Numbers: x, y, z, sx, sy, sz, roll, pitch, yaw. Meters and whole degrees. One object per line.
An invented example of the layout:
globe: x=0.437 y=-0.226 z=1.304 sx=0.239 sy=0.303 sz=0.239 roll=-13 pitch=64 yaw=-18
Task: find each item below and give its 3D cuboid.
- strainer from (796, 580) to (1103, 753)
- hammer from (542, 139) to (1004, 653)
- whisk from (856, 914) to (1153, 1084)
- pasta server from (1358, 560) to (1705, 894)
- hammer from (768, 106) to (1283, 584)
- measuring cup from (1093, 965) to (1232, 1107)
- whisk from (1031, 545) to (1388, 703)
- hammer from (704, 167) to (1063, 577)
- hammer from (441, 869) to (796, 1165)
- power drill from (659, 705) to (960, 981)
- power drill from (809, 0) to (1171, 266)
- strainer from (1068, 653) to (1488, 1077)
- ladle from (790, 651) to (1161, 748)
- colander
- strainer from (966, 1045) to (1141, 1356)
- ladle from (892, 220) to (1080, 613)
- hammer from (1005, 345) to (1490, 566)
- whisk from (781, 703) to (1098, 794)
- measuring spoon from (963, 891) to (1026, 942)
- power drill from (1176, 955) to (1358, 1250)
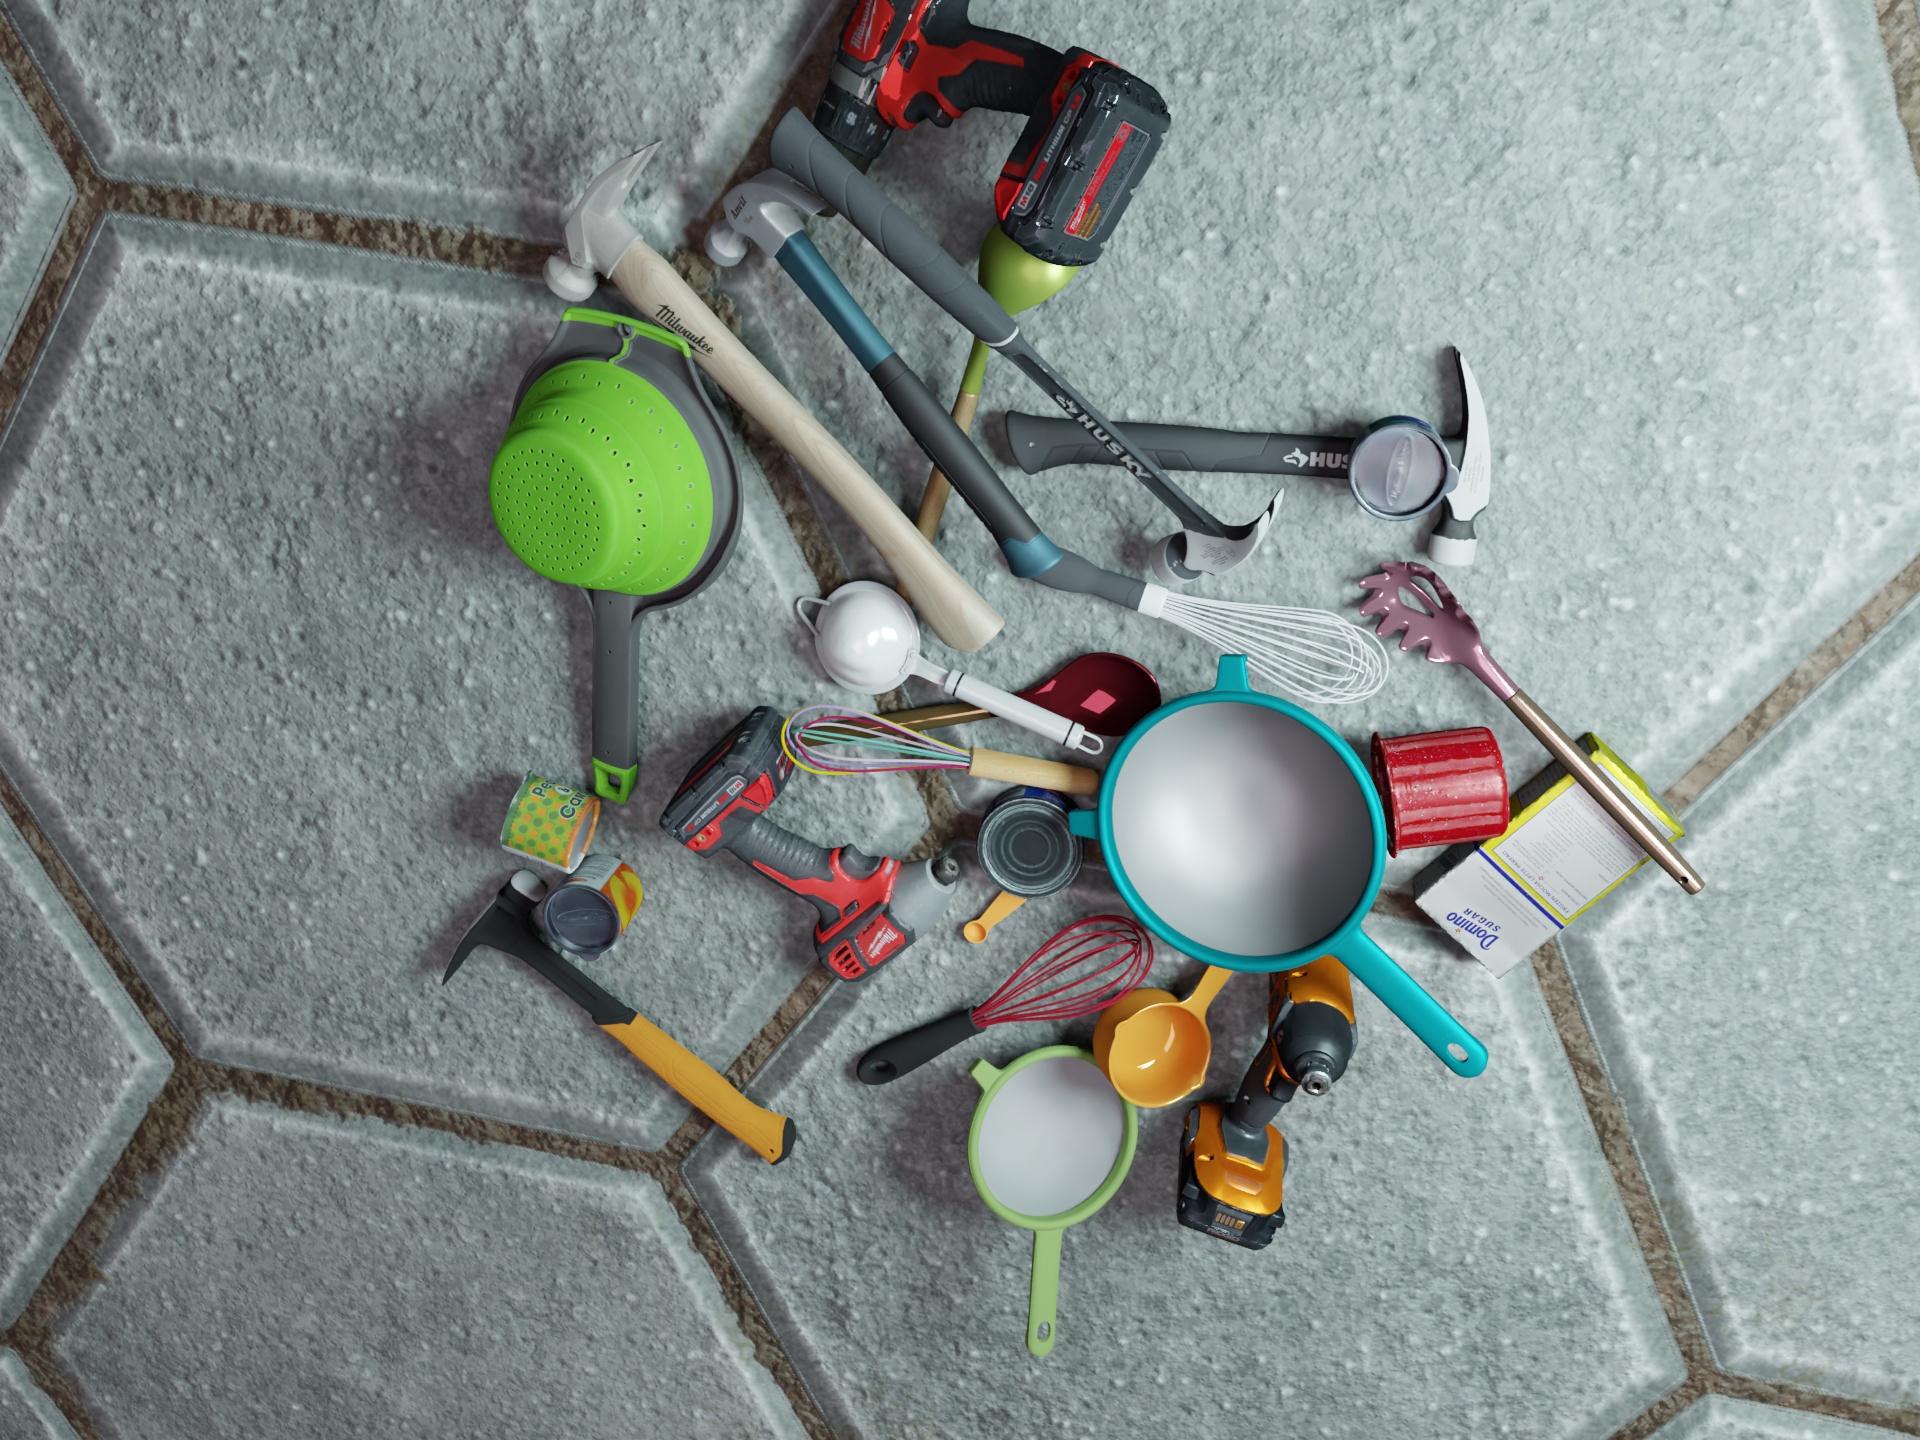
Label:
strainer: x=-0.012 y=-0.032 z=1.181 sx=0.258 sy=0.050 sz=0.087 roll=24 pitch=109 yaw=6
hammer: x=-0.114 y=-0.210 z=1.112 sx=0.410 sy=0.038 sz=0.146 roll=46 pitch=138 yaw=-8
whisk: x=0.030 y=0.236 z=1.291 sx=0.296 sy=0.073 sz=0.073 roll=-30 pitch=104 yaw=25
pasta server: x=0.403 y=0.005 z=1.113 sx=0.316 sy=0.040 sz=0.060 roll=47 pitch=130 yaw=5
hammer: x=0.040 y=-0.235 z=1.016 sx=0.408 sy=0.149 sz=0.036 roll=40 pitch=72 yaw=-15
measuring cup: x=0.174 y=0.223 z=1.269 sx=0.095 sy=0.052 sz=0.173 roll=36 pitch=87 yaw=-21
whisk: x=0.170 y=-0.077 z=1.147 sx=0.284 sy=0.070 sz=0.070 roll=20 pitch=113 yaw=6
hammer: x=-0.045 y=-0.231 z=1.080 sx=0.331 sy=0.033 sz=0.128 roll=51 pitch=150 yaw=-6
hammer: x=-0.283 y=0.275 z=1.368 sx=0.337 sy=0.034 sz=0.127 roll=40 pitch=111 yaw=-7
power drill: x=-0.111 y=0.100 z=1.242 sx=0.219 sy=0.079 sz=0.143 roll=42 pitch=121 yaw=-14
power drill: x=-0.001 y=-0.373 z=1.010 sx=0.227 sy=0.080 sz=0.188 roll=41 pitch=114 yaw=24
strainer: x=0.258 y=0.115 z=1.158 sx=0.340 sy=0.095 sz=0.211 roll=45 pitch=119 yaw=7
ladle: x=-0.002 y=-0.004 z=1.217 sx=0.315 sy=0.031 sz=0.069 roll=-9 pitch=111 yaw=15
colander: x=-0.273 y=-0.092 z=1.166 sx=0.204 sy=0.094 sz=0.396 roll=19 pitch=122 yaw=19
strainer: x=0.062 y=0.387 z=1.310 sx=0.151 sy=0.069 sz=0.256 roll=2 pitch=94 yaw=-22
ladle: x=0.009 y=-0.208 z=1.127 sx=0.062 sy=0.078 sz=0.320 roll=-1 pitch=127 yaw=-31
hammer: x=0.197 y=-0.192 z=1.106 sx=0.335 sy=0.035 sz=0.146 roll=5 pitch=113 yaw=8
whisk: x=-0.015 y=0.030 z=1.204 sx=0.245 sy=0.051 sz=0.047 roll=10 pitch=70 yaw=-10
measuring spoon: x=0.045 y=0.137 z=1.275 sx=0.021 sy=0.011 sz=0.117 roll=43 pitch=108 yaw=-4
power drill: x=0.238 y=0.293 z=1.220 sx=0.084 sy=0.164 sz=0.226 roll=19 pitch=115 yaw=1
